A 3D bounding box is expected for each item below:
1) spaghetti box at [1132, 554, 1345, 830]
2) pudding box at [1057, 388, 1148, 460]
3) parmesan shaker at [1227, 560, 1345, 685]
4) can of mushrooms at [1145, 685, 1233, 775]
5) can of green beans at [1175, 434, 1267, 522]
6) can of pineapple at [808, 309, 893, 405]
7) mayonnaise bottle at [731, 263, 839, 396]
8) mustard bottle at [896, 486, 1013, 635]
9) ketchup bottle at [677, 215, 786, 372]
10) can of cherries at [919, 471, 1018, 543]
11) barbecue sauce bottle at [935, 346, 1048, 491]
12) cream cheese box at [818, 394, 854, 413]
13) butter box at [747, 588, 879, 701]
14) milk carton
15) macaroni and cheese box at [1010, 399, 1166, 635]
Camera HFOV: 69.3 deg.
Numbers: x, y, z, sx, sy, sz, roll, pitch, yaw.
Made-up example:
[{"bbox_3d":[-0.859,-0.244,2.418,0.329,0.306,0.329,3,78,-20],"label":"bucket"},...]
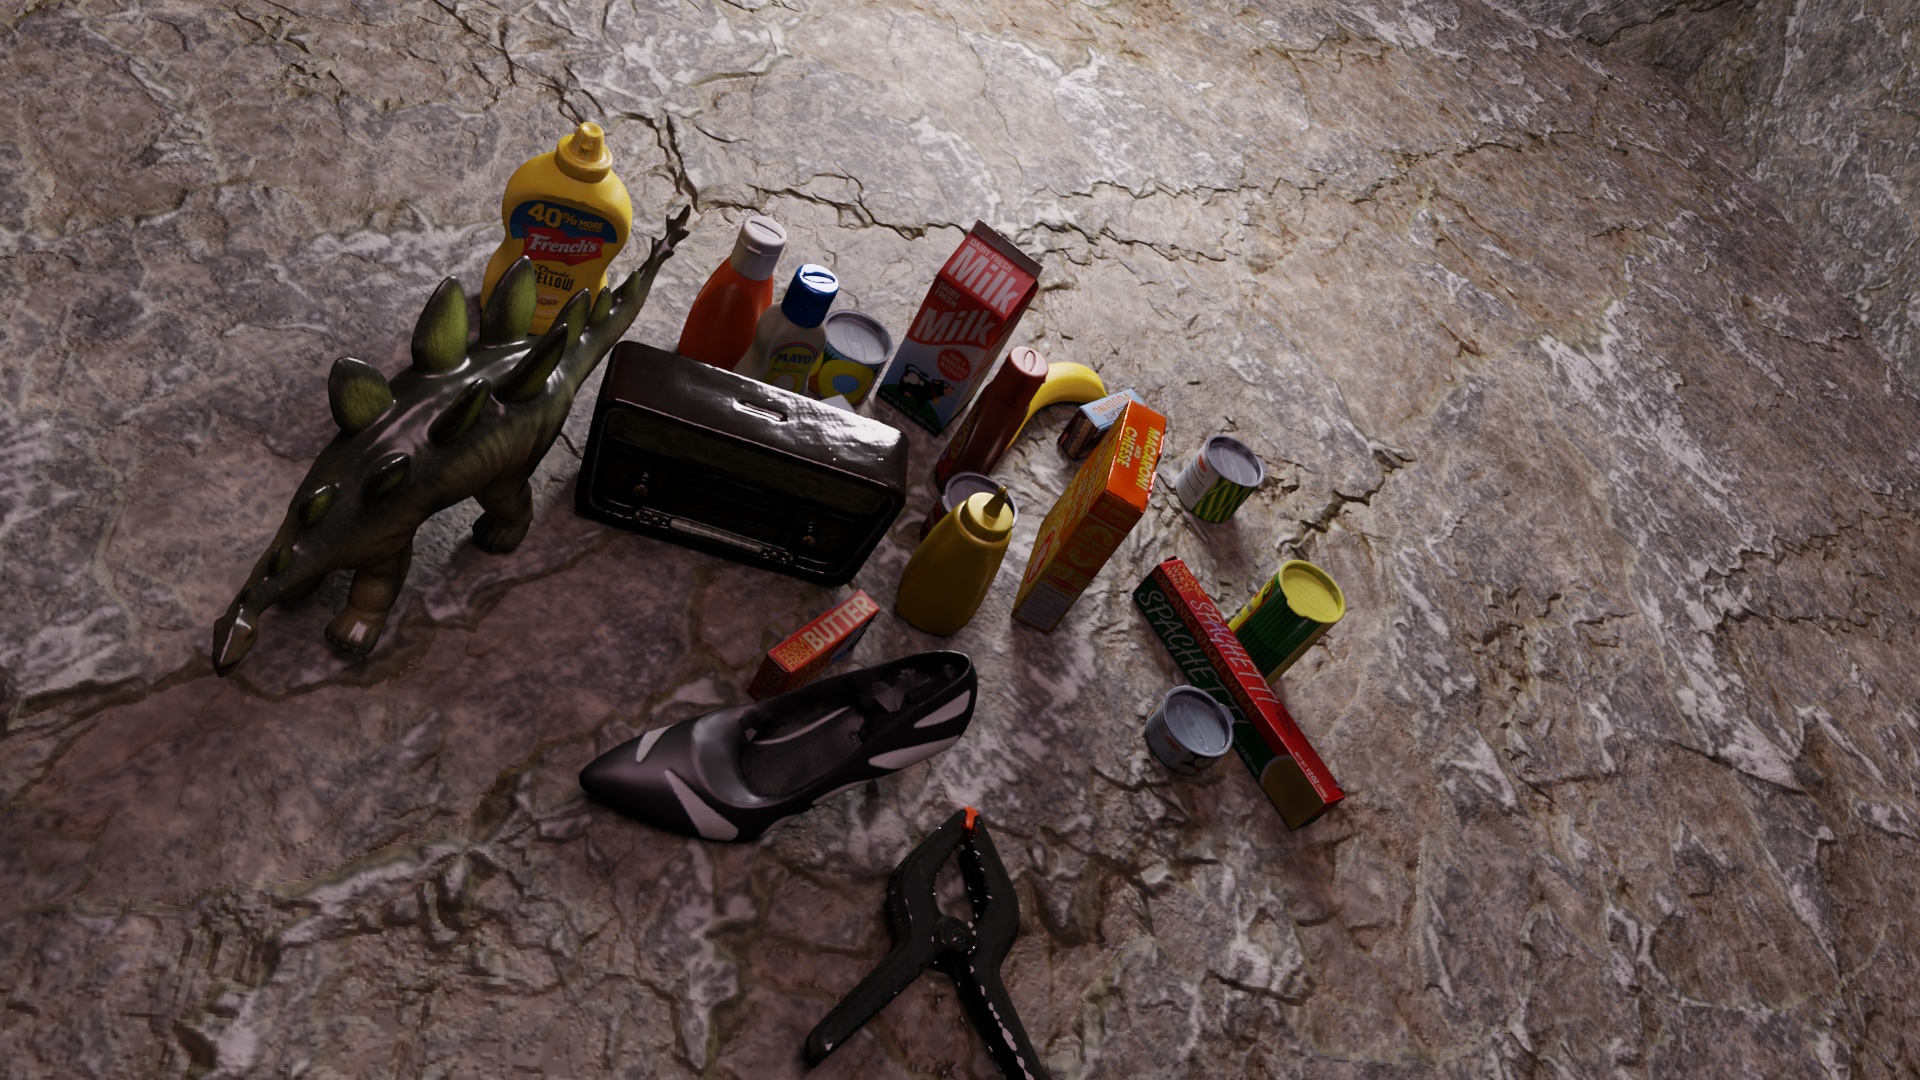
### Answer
[{"bbox_3d":[0.230,0.125,1.172,0.029,0.050,0.251,-12,59,-38],"label":"spaghetti box"},{"bbox_3d":[0.137,-0.111,1.329,0.084,0.049,0.030,-24,67,-42],"label":"pudding box"},{"bbox_3d":[0.275,0.075,1.206,0.071,0.102,0.072,17,45,-18],"label":"parmesan shaker"},{"bbox_3d":[0.188,0.155,1.132,0.071,0.033,0.071,17,45,-18],"label":"can of mushrooms"},{"bbox_3d":[0.250,-0.059,1.345,0.071,0.057,0.071,17,45,-18],"label":"can of green beans"},{"bbox_3d":[-0.102,-0.161,1.225,0.071,0.057,0.071,17,45,-18],"label":"can of pineapple"},{"bbox_3d":[-0.142,-0.160,1.134,0.065,0.147,0.041,0,52,-31],"label":"mayonnaise bottle"},{"bbox_3d":[0.004,0.009,1.061,0.065,0.159,0.049,25,43,-9],"label":"mustard bottle"},{"bbox_3d":[-0.184,-0.199,1.144,0.065,0.148,0.044,27,43,-7],"label":"ketchup bottle"},{"bbox_3d":[0.004,-0.015,1.156,0.071,0.058,0.072,17,45,-18],"label":"can of cherries"},{"bbox_3d":[0.027,-0.101,1.182,0.044,0.147,0.065,23,44,-11],"label":"barbecue sauce bottle"},{"bbox_3d":[-0.139,-0.084,1.137,0.104,0.053,0.024,-21,65,-41],"label":"cream cheese box"},{"bbox_3d":[-0.106,0.079,1.010,0.024,0.052,0.104,44,44,11],"label":"butter box"},{"bbox_3d":[0.004,-0.189,1.217,0.072,0.189,0.074,37,43,3],"label":"milk carton"},{"bbox_3d":[0.107,-0.018,1.142,0.040,0.165,0.124,28,43,-7],"label":"macaroni and cheese box"}]
